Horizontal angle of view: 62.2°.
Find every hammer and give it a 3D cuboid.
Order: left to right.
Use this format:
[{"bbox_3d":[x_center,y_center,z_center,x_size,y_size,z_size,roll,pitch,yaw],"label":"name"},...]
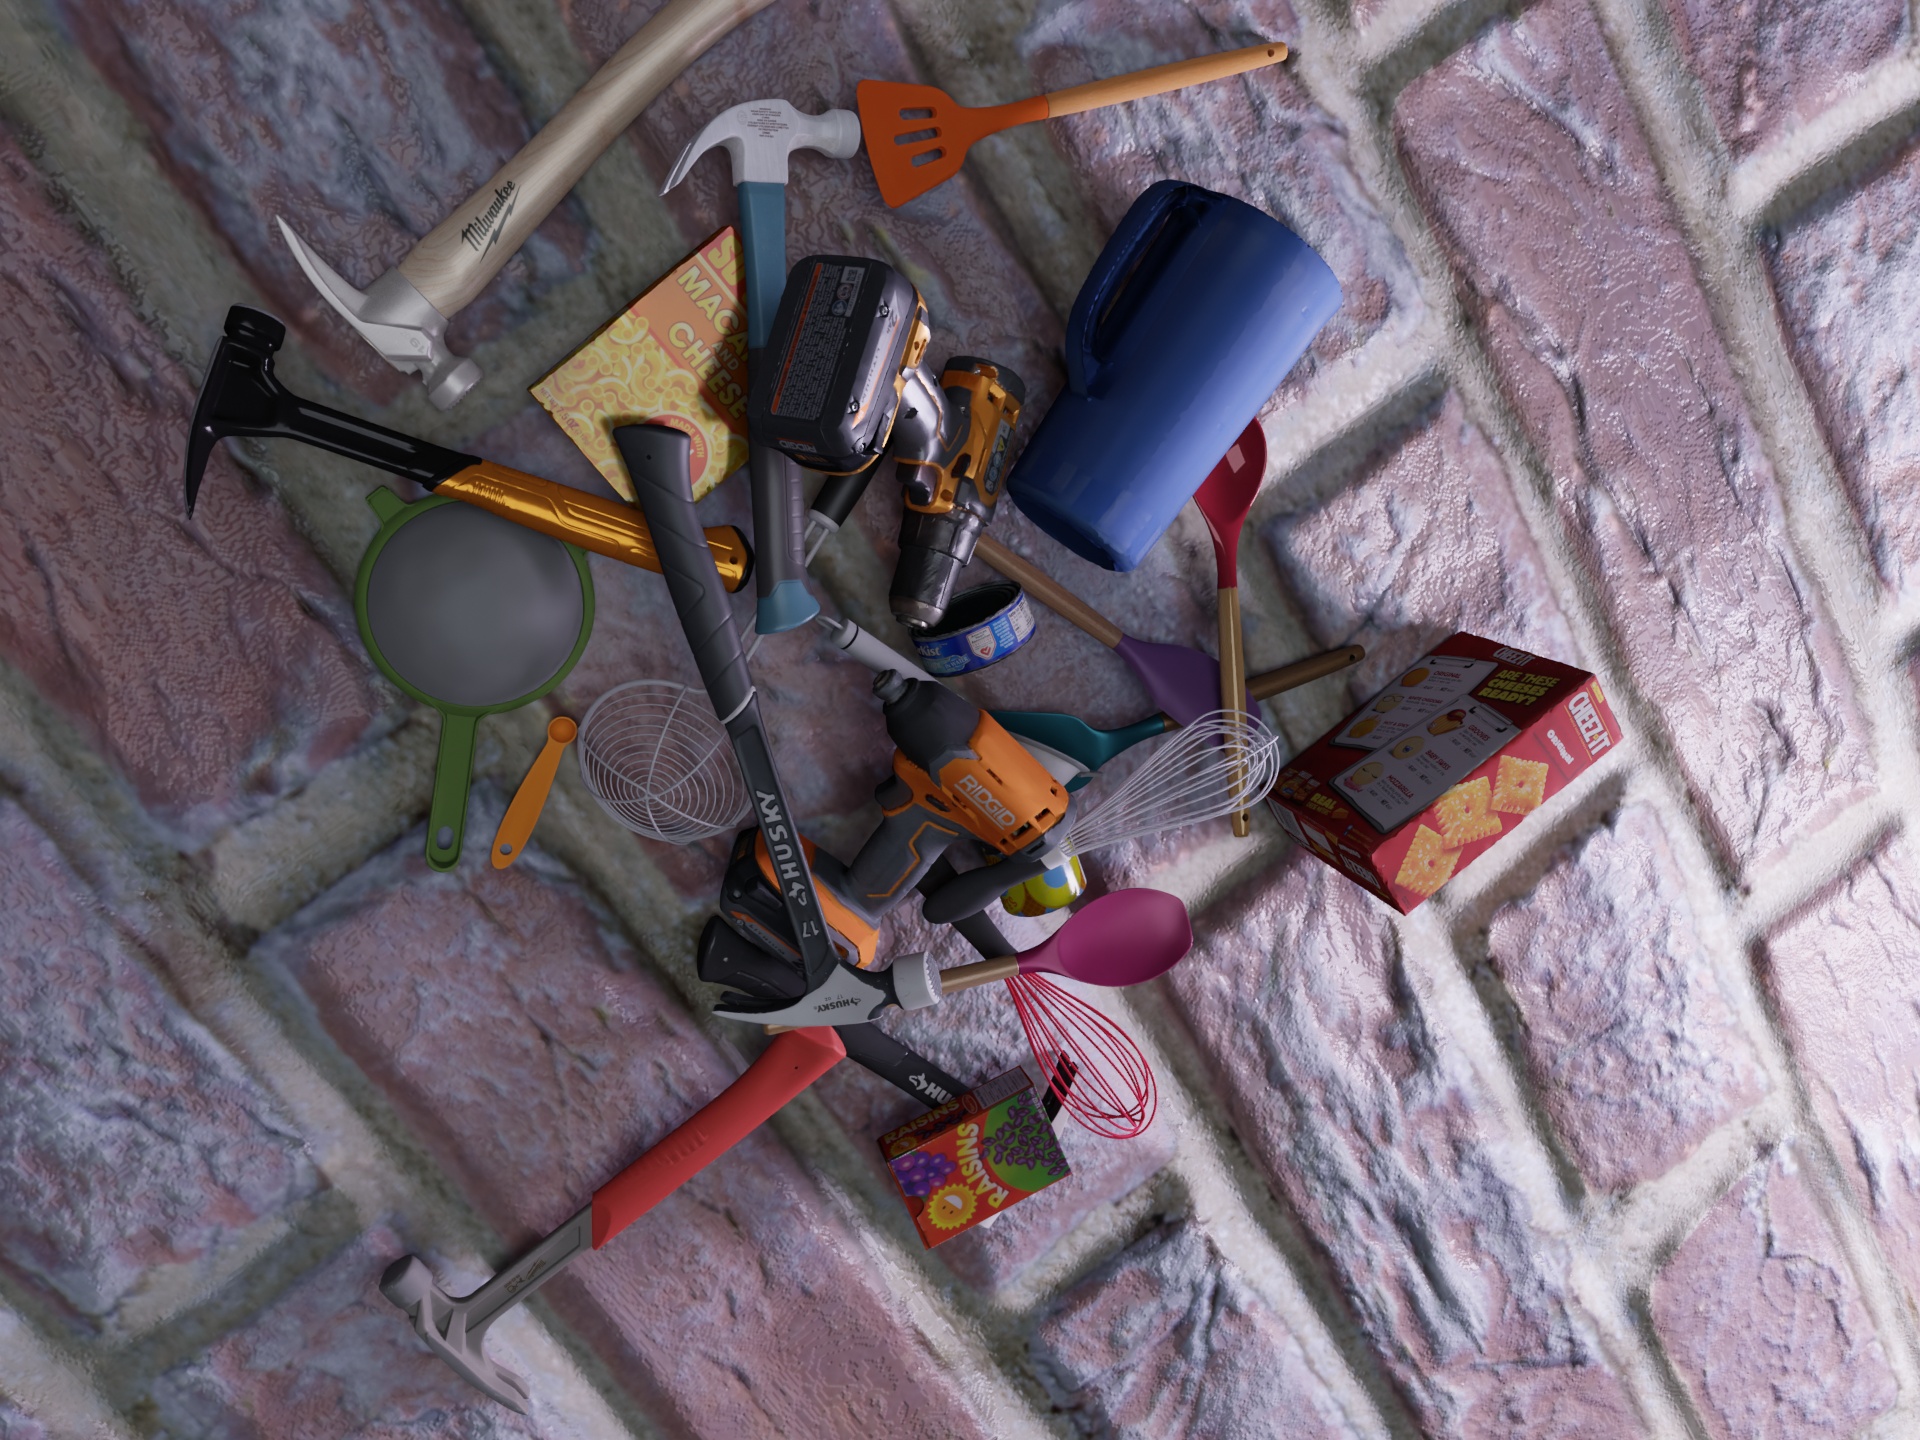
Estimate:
[{"bbox_3d":[-0.288,-0.135,0.971,0.336,0.034,0.127,17,78,-23],"label":"hammer"},{"bbox_3d":[-0.229,-0.386,0.987,0.410,0.038,0.146,-46,110,-4],"label":"hammer"},{"bbox_3d":[-0.226,0.342,1.135,0.359,0.037,0.149,-38,110,1],"label":"hammer"},{"bbox_3d":[-0.139,0.010,1.005,0.149,0.036,0.408,-14,103,10],"label":"hammer"},{"bbox_3d":[-0.118,-0.221,1.005,0.128,0.033,0.331,-6,96,-28],"label":"hammer"},{"bbox_3d":[-0.057,0.243,1.186,0.334,0.035,0.146,38,90,-21],"label":"hammer"}]

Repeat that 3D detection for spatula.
[{"bbox_3d":[0.082,-0.421,1.074,0.322,0.041,0.081,-19,107,-14],"label":"spatula"},{"bbox_3d":[0.095,-0.074,1.154,0.315,0.018,0.060,33,73,-15],"label":"spatula"},{"bbox_3d":[0.168,-0.009,1.207,0.317,0.044,0.082,-18,106,-18],"label":"spatula"}]

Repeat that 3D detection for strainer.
[{"bbox_3d":[-0.318,-0.020,1.023,0.151,0.069,0.256,8,98,-19],"label":"strainer"},{"bbox_3d":[-0.002,-0.003,1.092,0.258,0.087,0.050,34,77,-29],"label":"strainer"}]

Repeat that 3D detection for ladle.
[{"bbox_3d":[0.199,-0.071,1.170,0.069,0.031,0.315,-4,92,-22],"label":"ladle"}]

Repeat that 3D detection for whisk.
[{"bbox_3d":[0.045,0.193,1.175,0.073,0.073,0.296,-40,96,-5],"label":"whisk"},{"bbox_3d":[0.092,0.075,1.094,0.284,0.070,0.070,-29,112,20],"label":"whisk"}]

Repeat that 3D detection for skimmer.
[{"bbox_3d":[-0.131,-0.082,1.090,0.127,0.090,0.363,32,81,-10],"label":"skimmer"}]

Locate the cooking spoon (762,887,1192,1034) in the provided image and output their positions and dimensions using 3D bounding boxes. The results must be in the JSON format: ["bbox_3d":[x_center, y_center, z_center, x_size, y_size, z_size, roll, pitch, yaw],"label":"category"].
[{"bbox_3d":[0.015,0.180,1.136,0.319,0.017,0.069,-12,85,-12],"label":"cooking spoon"}]

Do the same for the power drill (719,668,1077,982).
[{"bbox_3d":[-0.057,0.069,1.076,0.226,0.084,0.164,-37,113,22],"label":"power drill"}]

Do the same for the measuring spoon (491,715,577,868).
[{"bbox_3d":[-0.291,0.049,1.082,0.021,0.011,0.117,24,98,-19],"label":"measuring spoon"}]

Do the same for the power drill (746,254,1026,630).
[{"bbox_3d":[-0.042,-0.169,1.008,0.226,0.084,0.185,26,79,-61],"label":"power drill"}]
